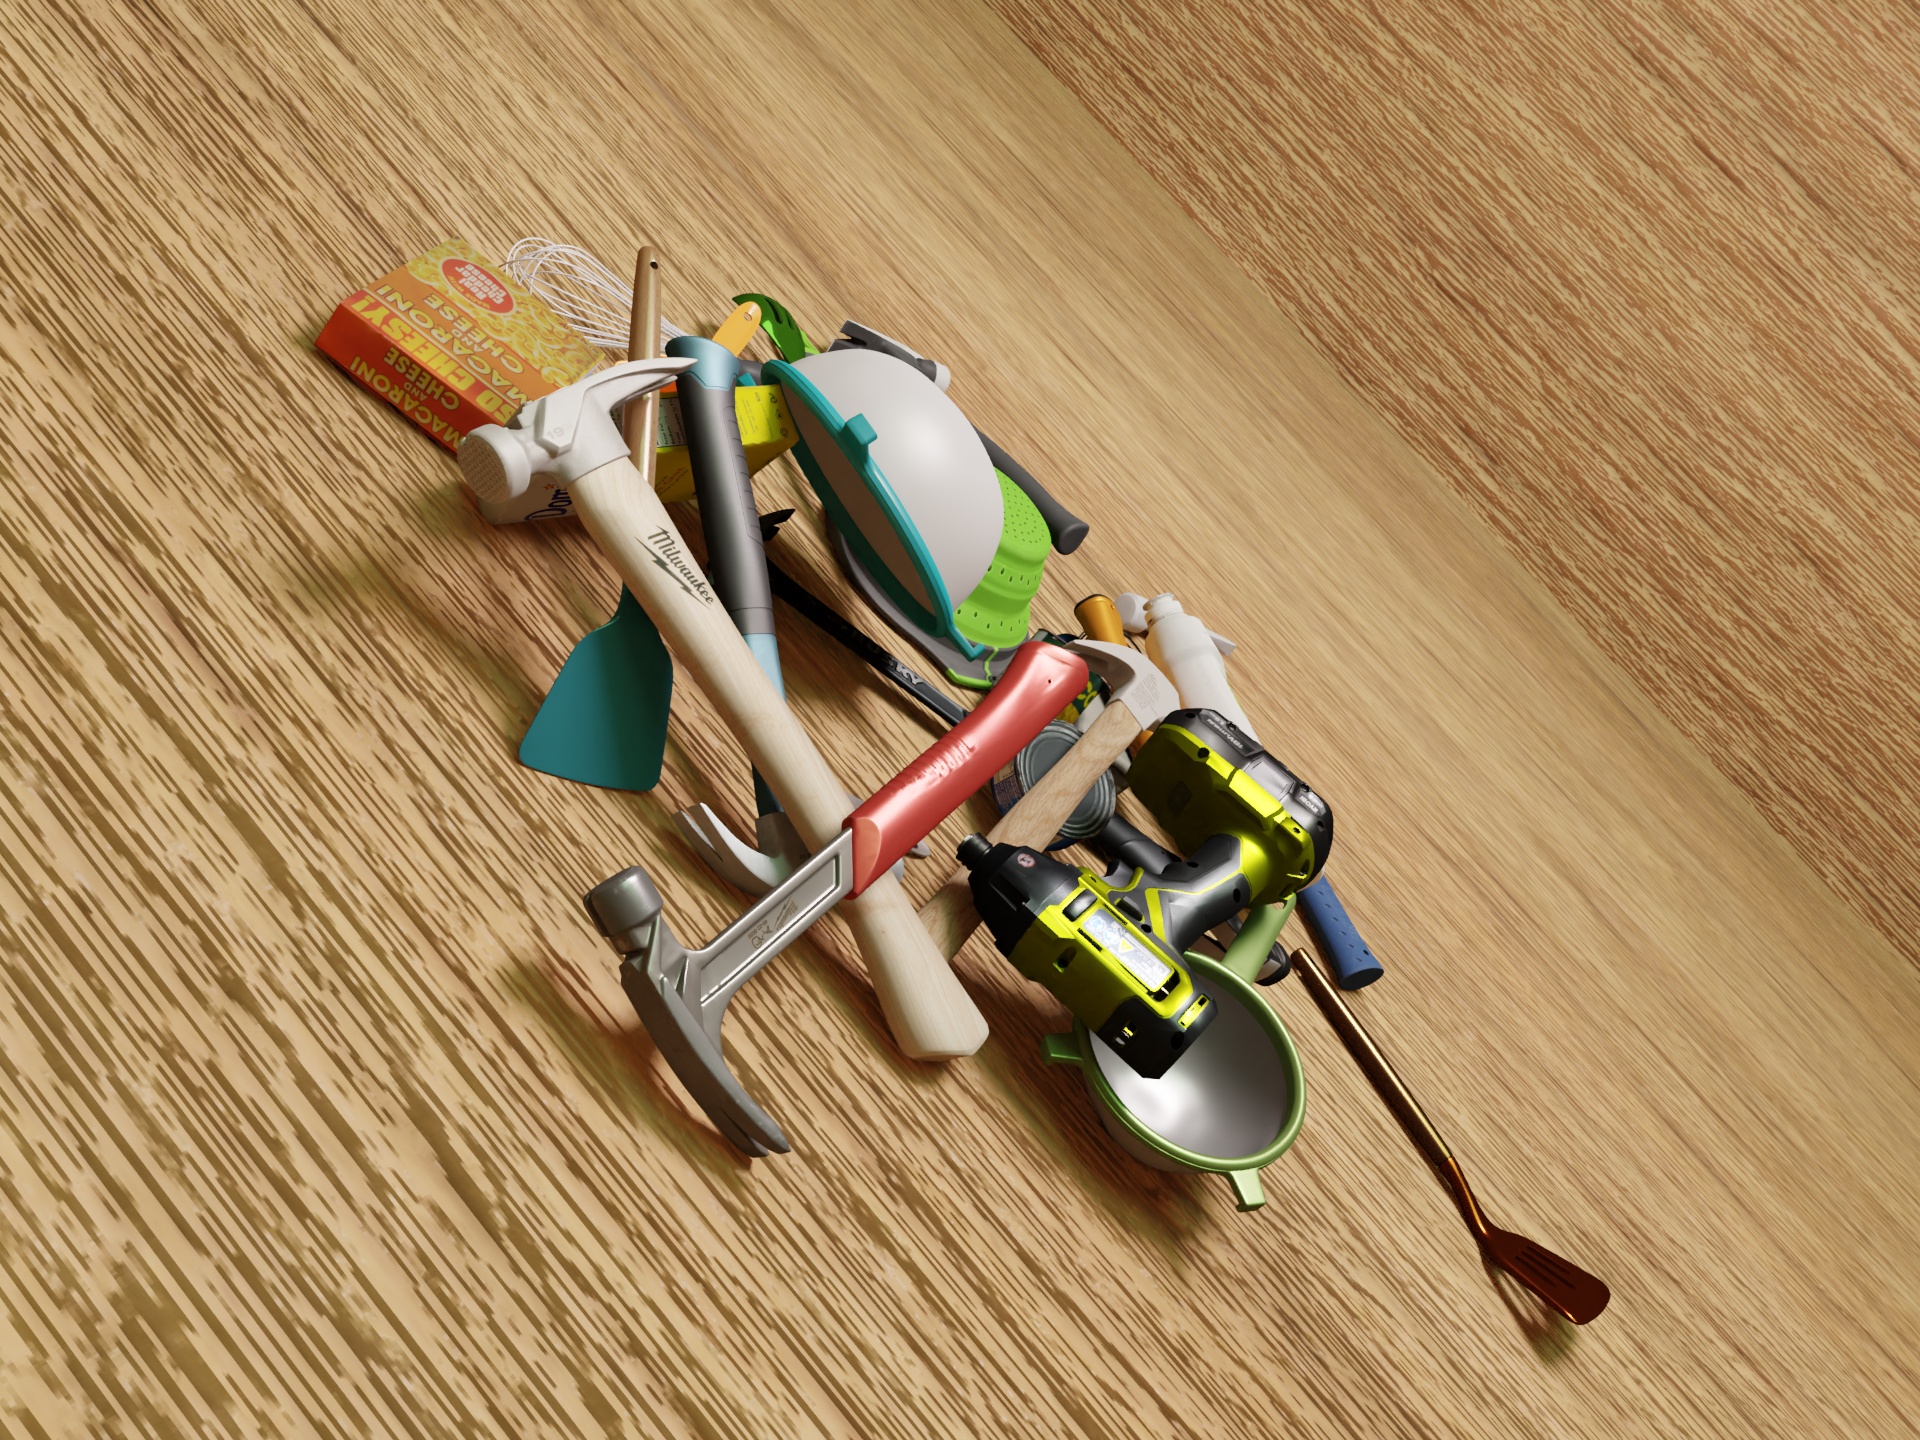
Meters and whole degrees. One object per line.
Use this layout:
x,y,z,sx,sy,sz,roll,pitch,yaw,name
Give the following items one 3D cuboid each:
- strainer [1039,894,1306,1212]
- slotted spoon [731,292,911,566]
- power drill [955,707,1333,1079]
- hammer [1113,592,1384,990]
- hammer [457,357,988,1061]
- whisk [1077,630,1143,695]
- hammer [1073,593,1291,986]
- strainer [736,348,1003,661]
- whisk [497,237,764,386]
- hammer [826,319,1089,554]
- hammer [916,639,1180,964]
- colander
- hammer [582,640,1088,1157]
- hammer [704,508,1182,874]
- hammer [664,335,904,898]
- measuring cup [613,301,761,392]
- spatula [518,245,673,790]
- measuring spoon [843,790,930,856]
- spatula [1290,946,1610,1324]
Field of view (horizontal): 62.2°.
0.149,0.188,0.986,0.151,0.069,0.256,36,40,8,strainer
-0.103,-0.230,1.218,0.070,0.031,0.314,26,30,-54,slotted spoon
0.114,0.089,0.957,0.171,0.080,0.223,42,46,13,power drill
0.258,0.054,1.380,0.144,0.035,0.406,16,39,-42,hammer
-0.097,0.002,0.850,0.146,0.038,0.410,-39,102,-43,hammer
0.176,0.019,1.307,0.239,0.055,0.055,52,28,3,whisk
0.147,0.035,1.180,0.127,0.034,0.337,33,31,-50,hammer
-0.063,-0.195,1.092,0.341,0.095,0.210,48,-10,51,strainer
-0.223,-0.284,1.181,0.284,0.070,0.070,15,40,-51,whisk
0.006,-0.244,1.372,0.146,0.035,0.335,15,27,-46,hammer
0.053,0.053,1.013,0.130,0.031,0.331,51,45,-5,hammer
-0.035,-0.203,1.271,0.204,0.094,0.397,4,48,-51,colander
-0.031,0.061,0.838,0.359,0.037,0.149,-39,102,-44,hammer
-0.002,-0.004,1.115,0.408,0.036,0.149,37,28,-16,hammer
-0.119,-0.059,0.899,0.128,0.033,0.331,-4,78,-40,hammer
-0.188,-0.223,1.081,0.095,0.052,0.174,42,51,-20,measuring cup
-0.185,-0.122,0.877,0.082,0.044,0.318,16,64,-38,spatula
-0.066,0.059,0.971,0.124,0.018,0.034,33,29,-35,measuring spoon
0.348,0.298,1.170,0.081,0.041,0.323,-1,51,-52,spatula
